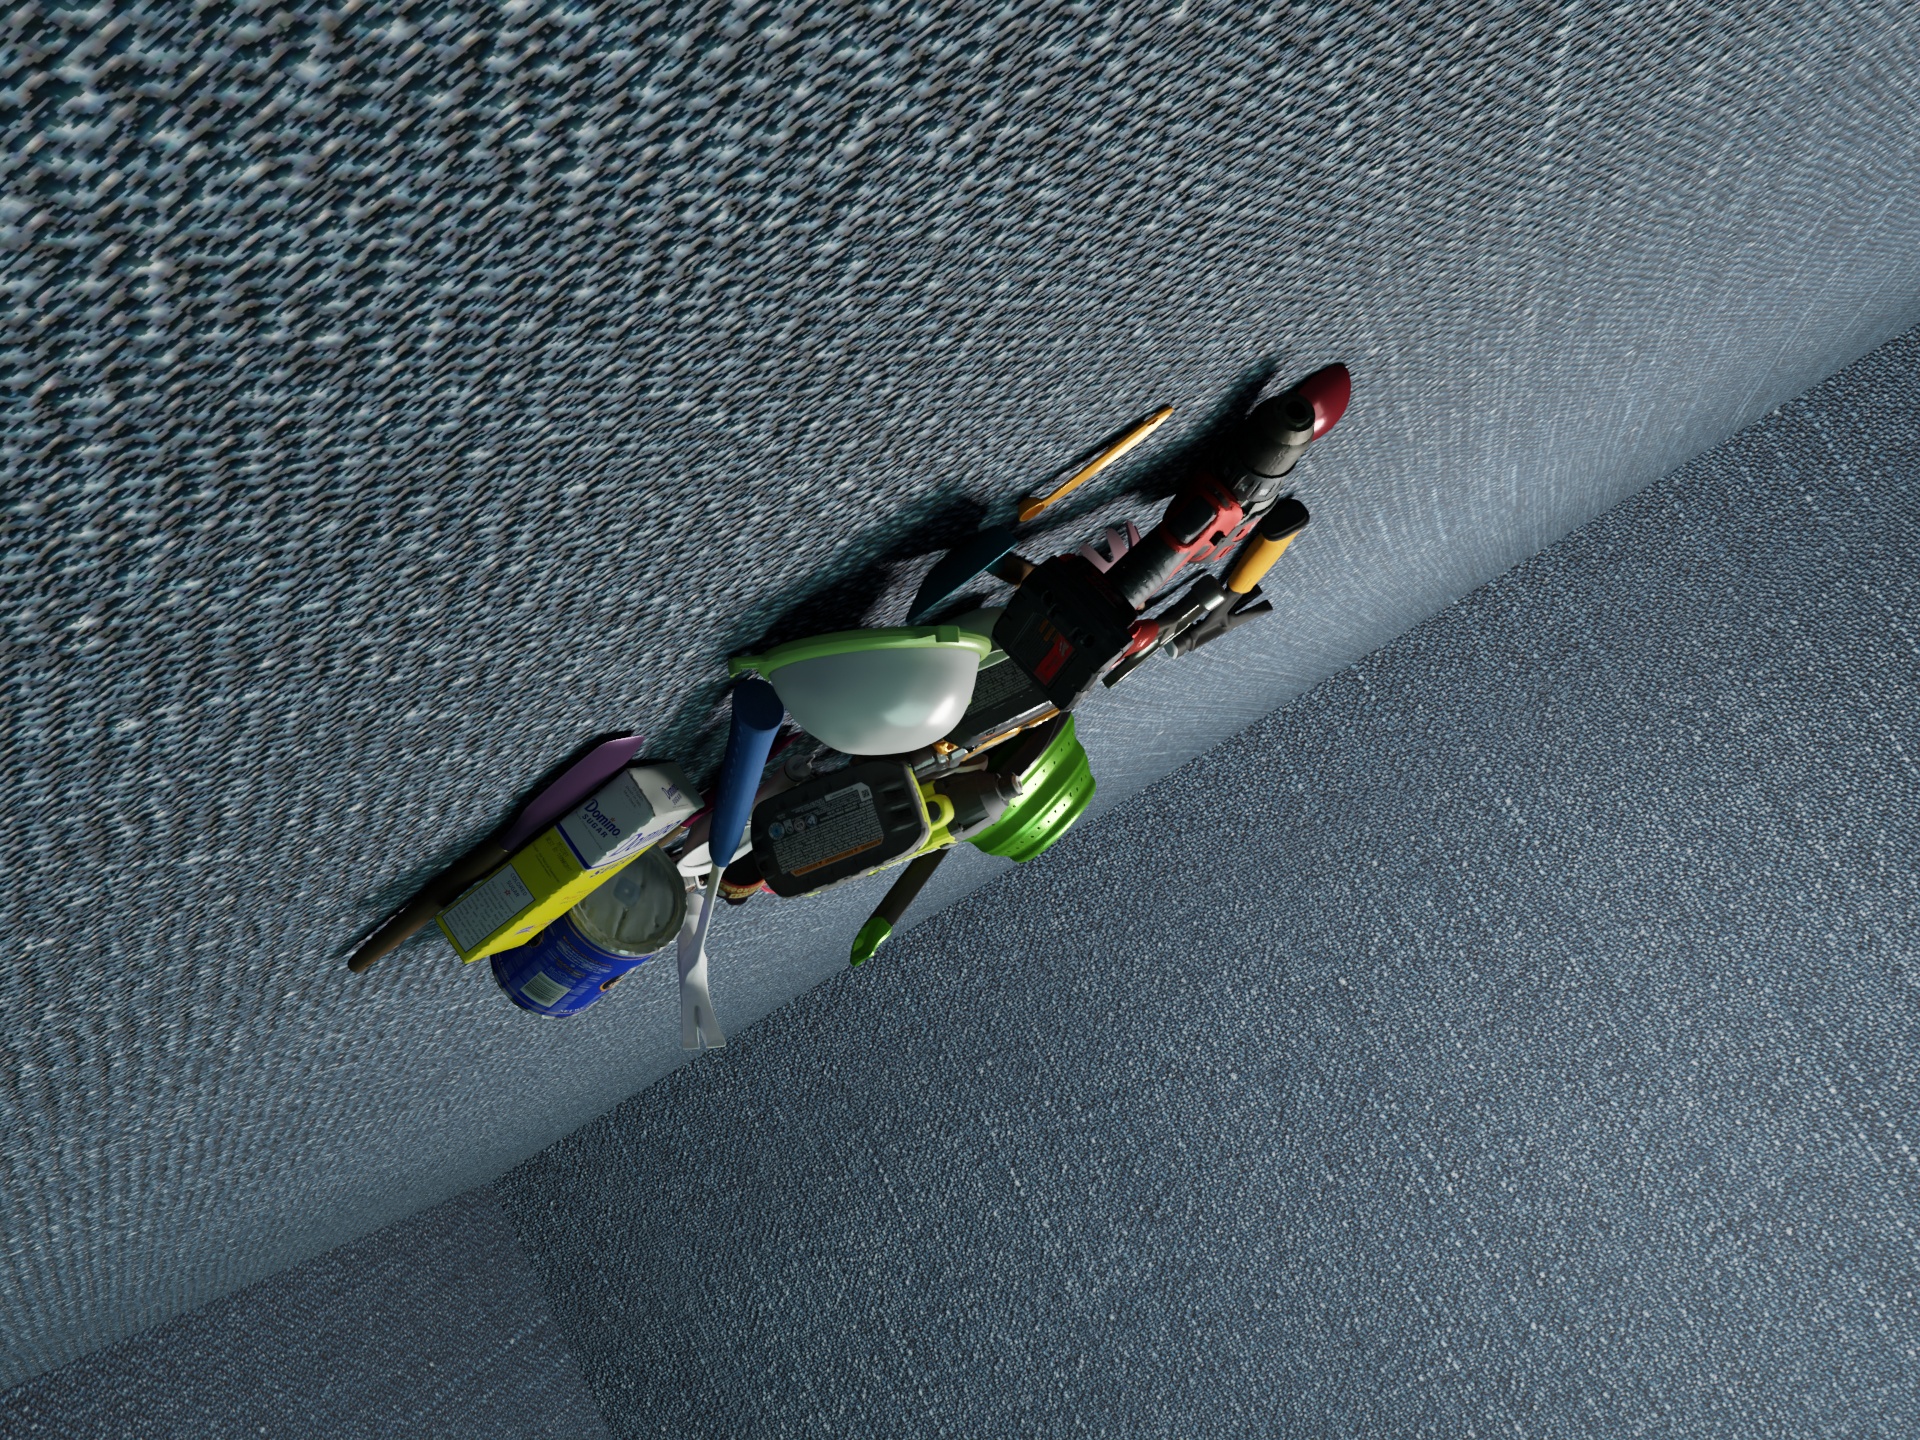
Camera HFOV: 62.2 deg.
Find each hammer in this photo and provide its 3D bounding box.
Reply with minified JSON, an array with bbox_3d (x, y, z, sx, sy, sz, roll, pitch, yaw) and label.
[{"bbox_3d":[0.287,-0.144,1.564,0.127,0.034,0.336,-27,169,-10],"label":"hammer"},{"bbox_3d":[0.145,-0.067,1.378,0.149,0.037,0.359,-38,175,17],"label":"hammer"},{"bbox_3d":[-0.179,0.109,1.187,0.035,0.144,0.405,-1,146,-18],"label":"hammer"}]

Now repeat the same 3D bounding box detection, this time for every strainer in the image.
[{"bbox_3d":[-0.037,-0.008,1.062,0.151,0.069,0.256,-8,171,17],"label":"strainer"},{"bbox_3d":[-0.172,0.074,1.283,0.087,0.050,0.258,-17,167,-36],"label":"strainer"}]

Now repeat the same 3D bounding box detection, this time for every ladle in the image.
[{"bbox_3d":[0.212,-0.177,1.226,0.069,0.031,0.315,-25,171,-25],"label":"ladle"}]

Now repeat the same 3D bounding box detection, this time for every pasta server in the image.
[{"bbox_3d":[0.136,-0.114,1.324,0.060,0.040,0.316,-31,174,7],"label":"pasta server"}]

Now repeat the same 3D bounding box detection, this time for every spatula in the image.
[{"bbox_3d":[-0.321,0.094,1.076,0.316,0.018,0.059,-36,169,26],"label":"spatula"},{"bbox_3d":[0.034,-0.094,1.080,0.082,0.044,0.317,-36,170,14],"label":"spatula"}]

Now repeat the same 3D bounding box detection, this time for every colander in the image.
[{"bbox_3d":[0.026,0.113,1.461,0.204,0.094,0.397,-40,-172,44],"label":"colander"}]

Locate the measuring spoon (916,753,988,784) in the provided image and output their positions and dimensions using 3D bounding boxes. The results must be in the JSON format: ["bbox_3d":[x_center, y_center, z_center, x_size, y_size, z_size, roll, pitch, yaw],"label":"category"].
[{"bbox_3d":[-0.026,0.058,1.417,0.124,0.018,0.034,-24,-155,-33],"label":"measuring spoon"}]

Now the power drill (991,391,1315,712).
[{"bbox_3d":[0.139,-0.121,1.076,0.227,0.080,0.188,-41,174,-22],"label":"power drill"}]

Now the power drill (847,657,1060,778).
[{"bbox_3d":[-0.002,-0.004,1.330,0.185,0.084,0.226,-26,173,-13],"label":"power drill"}]

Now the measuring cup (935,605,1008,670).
[{"bbox_3d":[0.046,-0.073,1.187,0.167,0.038,0.083,-22,175,-18],"label":"measuring cup"}]

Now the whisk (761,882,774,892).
[{"bbox_3d":[-0.120,0.107,1.600,0.073,0.073,0.296,-37,173,36],"label":"whisk"}]

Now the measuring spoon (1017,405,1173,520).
[{"bbox_3d":[0.082,-0.162,0.990,0.117,0.011,0.021,-35,168,10],"label":"measuring spoon"}]

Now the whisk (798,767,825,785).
[{"bbox_3d":[-0.120,0.064,1.419,0.055,0.055,0.239,-32,174,10],"label":"whisk"}]

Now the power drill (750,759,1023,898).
[{"bbox_3d":[-0.055,0.080,1.262,0.171,0.080,0.223,-22,172,18],"label":"power drill"}]

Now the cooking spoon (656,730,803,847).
[{"bbox_3d":[-0.241,0.092,1.283,0.319,0.017,0.069,-35,-176,28],"label":"cooking spoon"}]
